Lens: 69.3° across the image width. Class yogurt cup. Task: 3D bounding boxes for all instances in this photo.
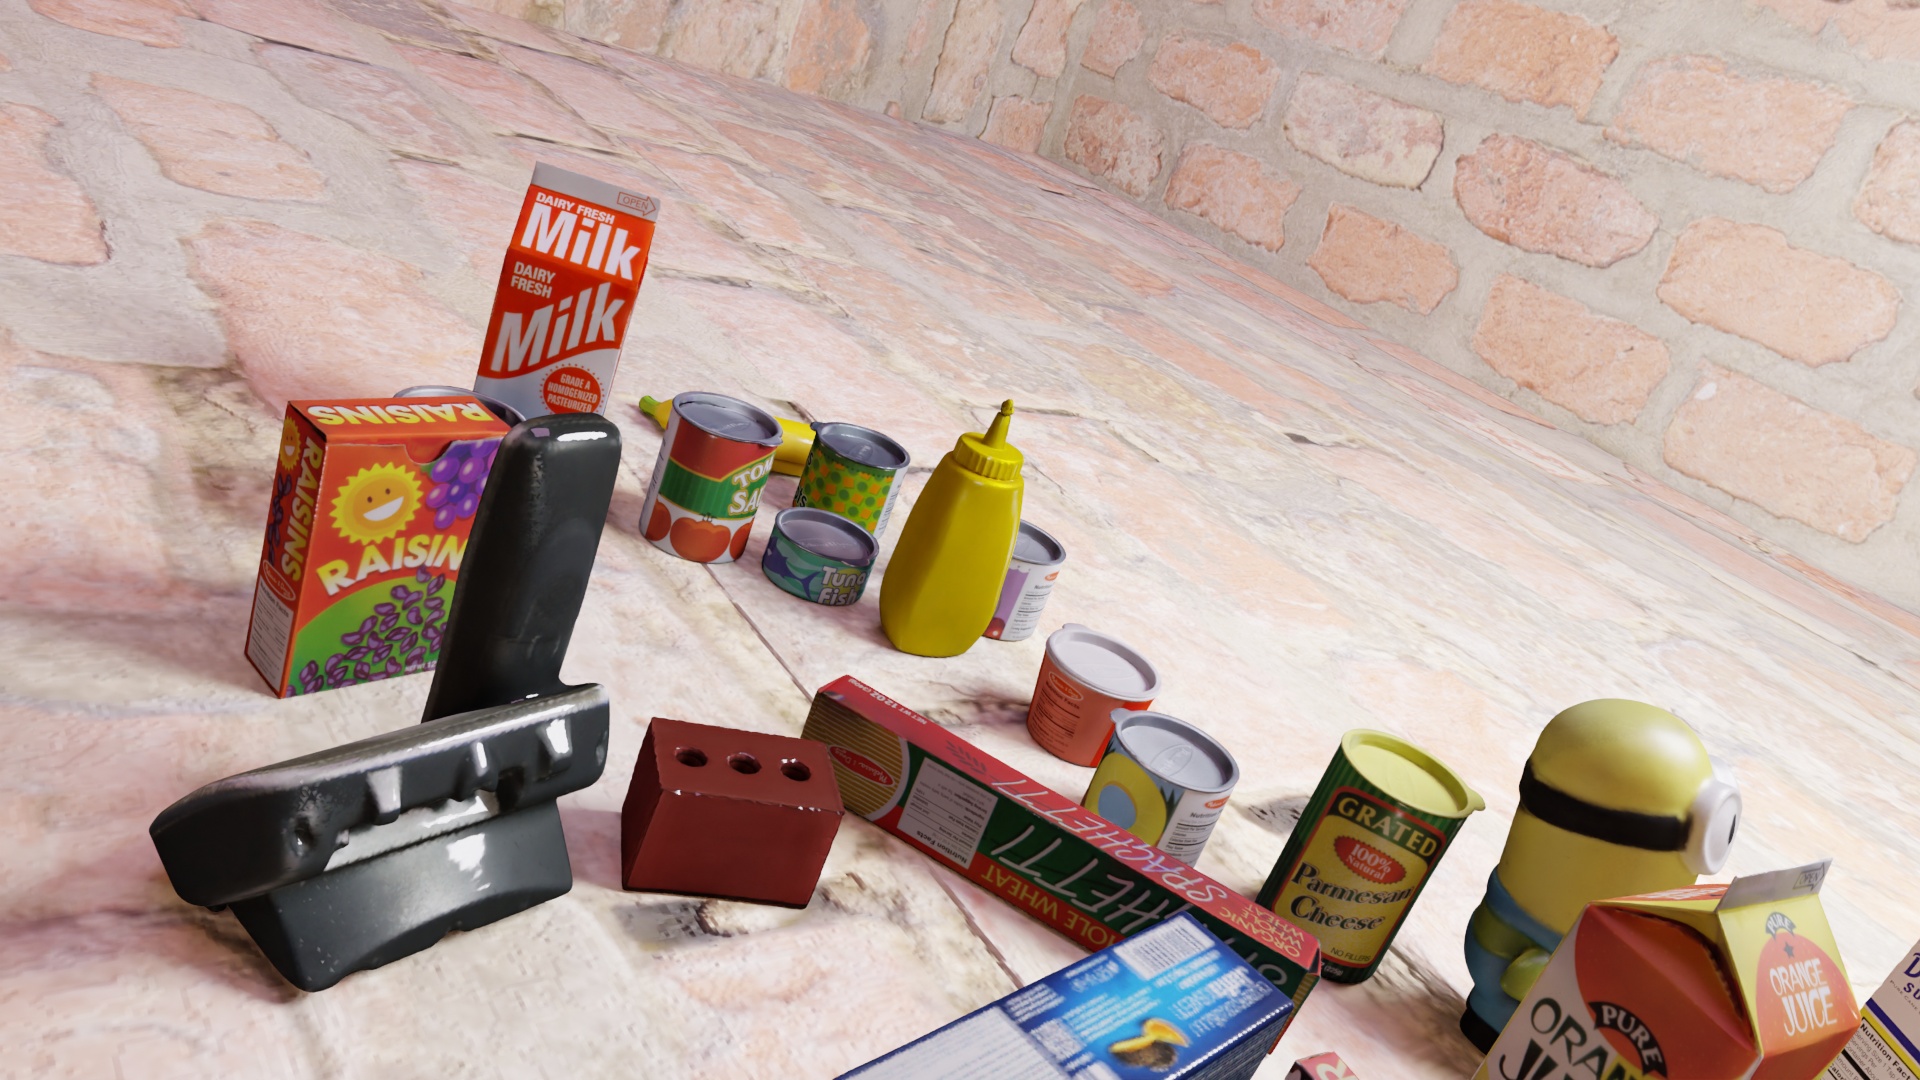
[{"bbox_3d":[0.071,0.088,0.769,0.072,0.053,0.073,18,22,-7],"label":"yogurt cup"}]

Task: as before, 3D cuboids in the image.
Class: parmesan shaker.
[{"bbox_3d":[0.194,0.152,0.664,0.071,0.102,0.071,18,22,-7],"label":"parmesan shaker"}]

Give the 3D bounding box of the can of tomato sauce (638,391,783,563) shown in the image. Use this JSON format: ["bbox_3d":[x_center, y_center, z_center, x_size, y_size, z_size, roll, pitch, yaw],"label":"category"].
[{"bbox_3d":[-0.147,-0.037,0.826,0.071,0.082,0.071,18,22,-7],"label":"can of tomato sauce"}]

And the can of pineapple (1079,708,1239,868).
[{"bbox_3d":[0.097,0.127,0.698,0.071,0.057,0.071,18,22,-7],"label":"can of pineapple"}]

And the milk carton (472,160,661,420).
[{"bbox_3d":[-0.229,-0.115,0.791,0.072,0.189,0.074,15,22,-15],"label":"milk carton"}]

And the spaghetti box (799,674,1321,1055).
[{"bbox_3d":[0.038,0.141,0.623,0.250,0.050,0.029,27,22,15],"label":"spaghetti box"}]

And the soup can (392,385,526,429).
[{"bbox_3d":[-0.258,-0.026,0.701,0.071,0.083,0.071,18,22,-7],"label":"soup can"}]

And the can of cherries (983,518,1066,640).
[{"bbox_3d":[0.024,0.021,0.876,0.071,0.058,0.072,18,22,-7],"label":"can of cherries"}]

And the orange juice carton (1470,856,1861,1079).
[{"bbox_3d":[0.245,0.192,0.499,0.072,0.191,0.073,5,27,-35],"label":"orange juice carton"}]

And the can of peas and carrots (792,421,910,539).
[{"bbox_3d":[-0.076,-0.040,0.929,0.071,0.058,0.071,18,22,-7],"label":"can of peas and carrots"}]

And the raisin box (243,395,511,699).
[{"bbox_3d":[-0.249,0.001,0.595,0.040,0.123,0.086,35,26,31],"label":"raisin box"}]

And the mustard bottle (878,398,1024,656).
[{"bbox_3d":[0.003,-0.010,0.795,0.065,0.159,0.049,7,25,-31],"label":"mustard bottle"}]

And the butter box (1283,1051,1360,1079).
[{"bbox_3d":[0.149,0.239,0.491,0.024,0.053,0.104,4,28,-37],"label":"butter box"}]

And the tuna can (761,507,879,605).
[{"bbox_3d":[-0.084,0.011,0.840,0.071,0.032,0.071,18,22,-7],"label":"tuna can"}]
